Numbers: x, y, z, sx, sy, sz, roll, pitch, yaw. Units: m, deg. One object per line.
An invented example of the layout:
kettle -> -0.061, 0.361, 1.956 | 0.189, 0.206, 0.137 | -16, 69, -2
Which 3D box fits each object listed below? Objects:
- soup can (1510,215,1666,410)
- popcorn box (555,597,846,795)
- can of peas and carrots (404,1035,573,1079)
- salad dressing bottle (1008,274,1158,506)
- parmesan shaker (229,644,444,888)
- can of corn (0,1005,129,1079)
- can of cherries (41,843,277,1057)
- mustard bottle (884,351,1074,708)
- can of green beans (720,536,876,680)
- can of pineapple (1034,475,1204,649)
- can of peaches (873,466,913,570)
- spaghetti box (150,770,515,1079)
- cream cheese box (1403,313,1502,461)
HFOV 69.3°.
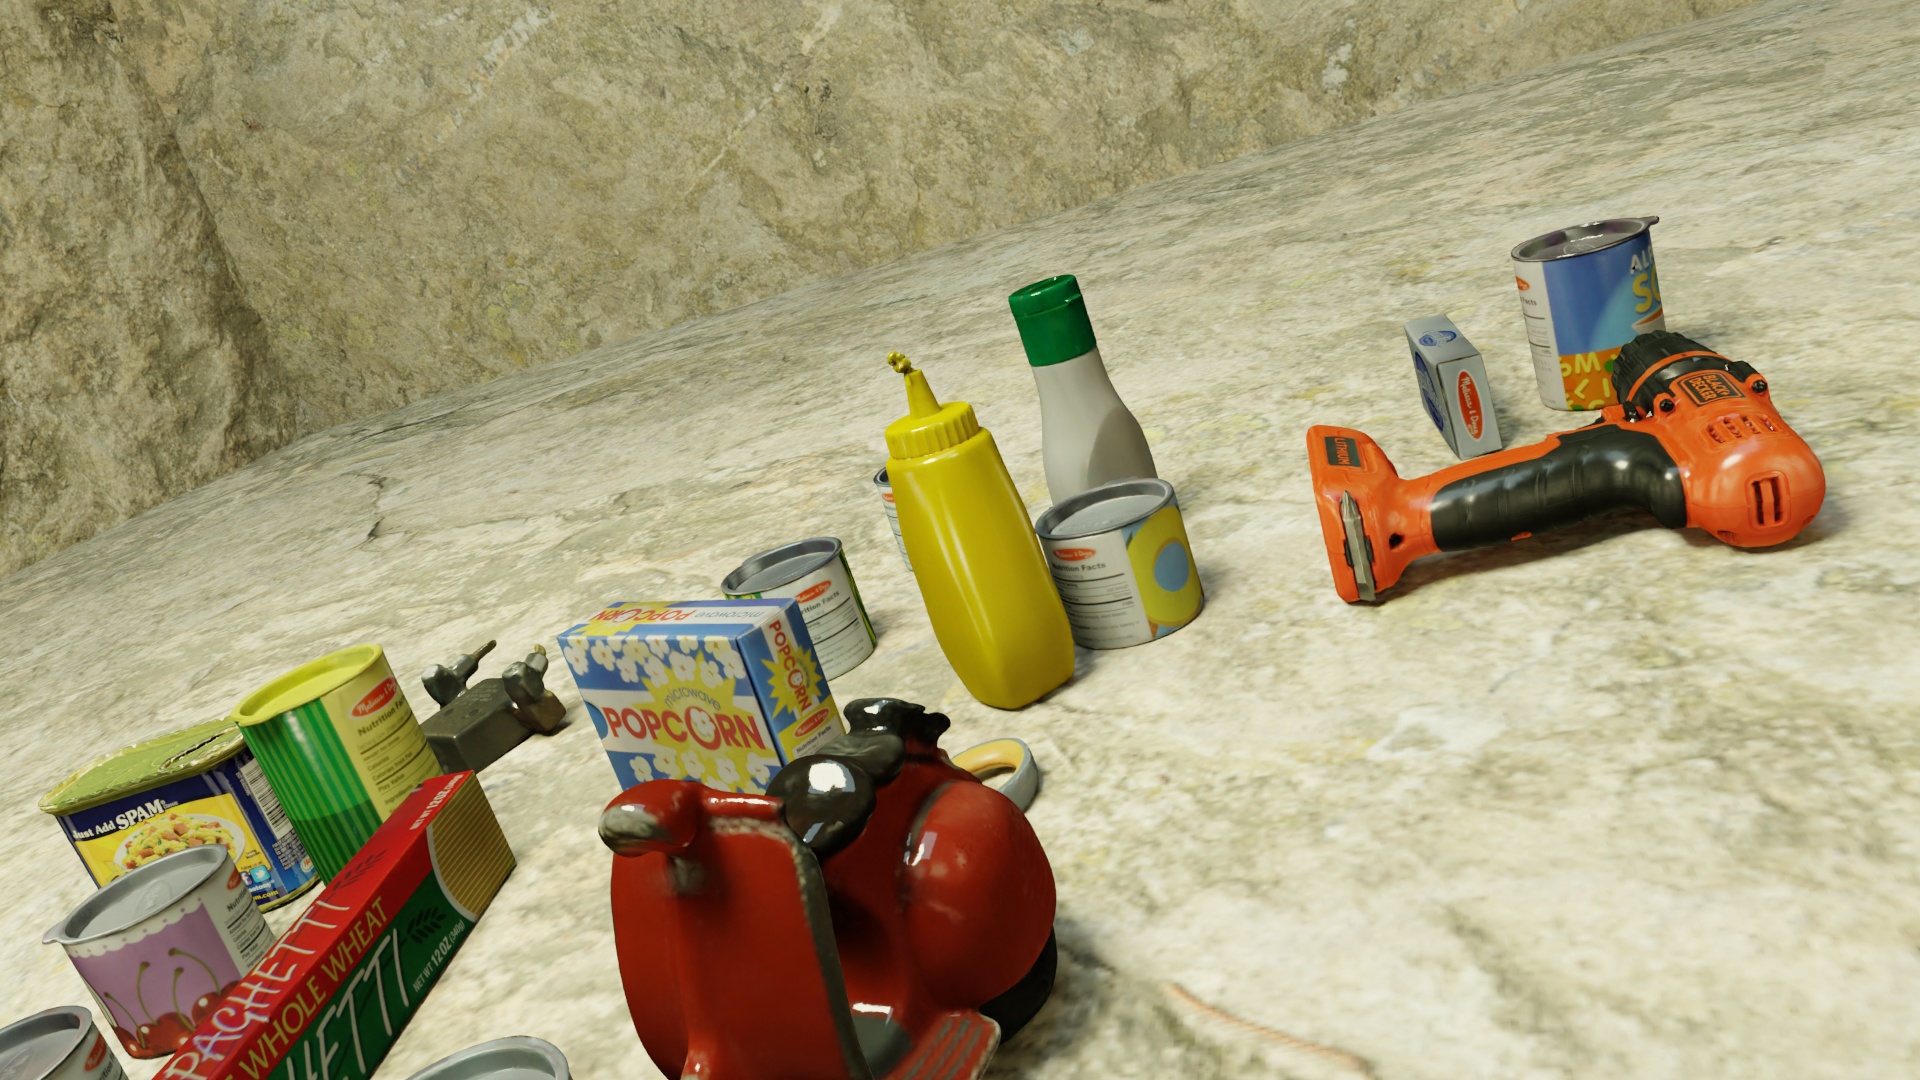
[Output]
soup can -> 0.331, -0.118, 0.721 | 0.071, 0.083, 0.071 | -17, 17, 6
popcorn box -> -0.110, 0.070, 0.601 | 0.126, 0.085, 0.038 | -3, 23, 41
can of peas and carrots -> -0.122, 0.172, 0.350 | 0.071, 0.058, 0.071 | -17, 17, 6
salad dressing bottle -> 0.064, -0.063, 0.721 | 0.044, 0.147, 0.064 | 0, 25, 47
parmesan shaker -> -0.272, 0.108, 0.622 | 0.071, 0.102, 0.071 | -17, 17, 6
can of corn -> -0.311, 0.200, 0.459 | 0.071, 0.058, 0.071 | -17, 17, 6
can of cherries -> -0.324, 0.168, 0.570 | 0.071, 0.058, 0.072 | -17, 17, 6
mustard bottle -> 0.002, -0.007, 0.596 | 0.049, 0.159, 0.065 | -26, 18, -22
can of green beans -> -0.083, 0.038, 0.718 | 0.071, 0.057, 0.071 | -17, 17, 6
can of pineapple -> 0.075, 0.009, 0.642 | 0.071, 0.057, 0.071 | -17, 17, 6
can of peaches -> -0.009, -0.021, 0.821 | 0.071, 0.058, 0.071 | -17, 17, 6
spaghetti box -> -0.225, 0.165, 0.491 | 0.028, 0.050, 0.251 | -16, 18, 10
cream cheese box -> 0.261, -0.084, 0.740 | 0.024, 0.053, 0.104 | -15, 18, 14
